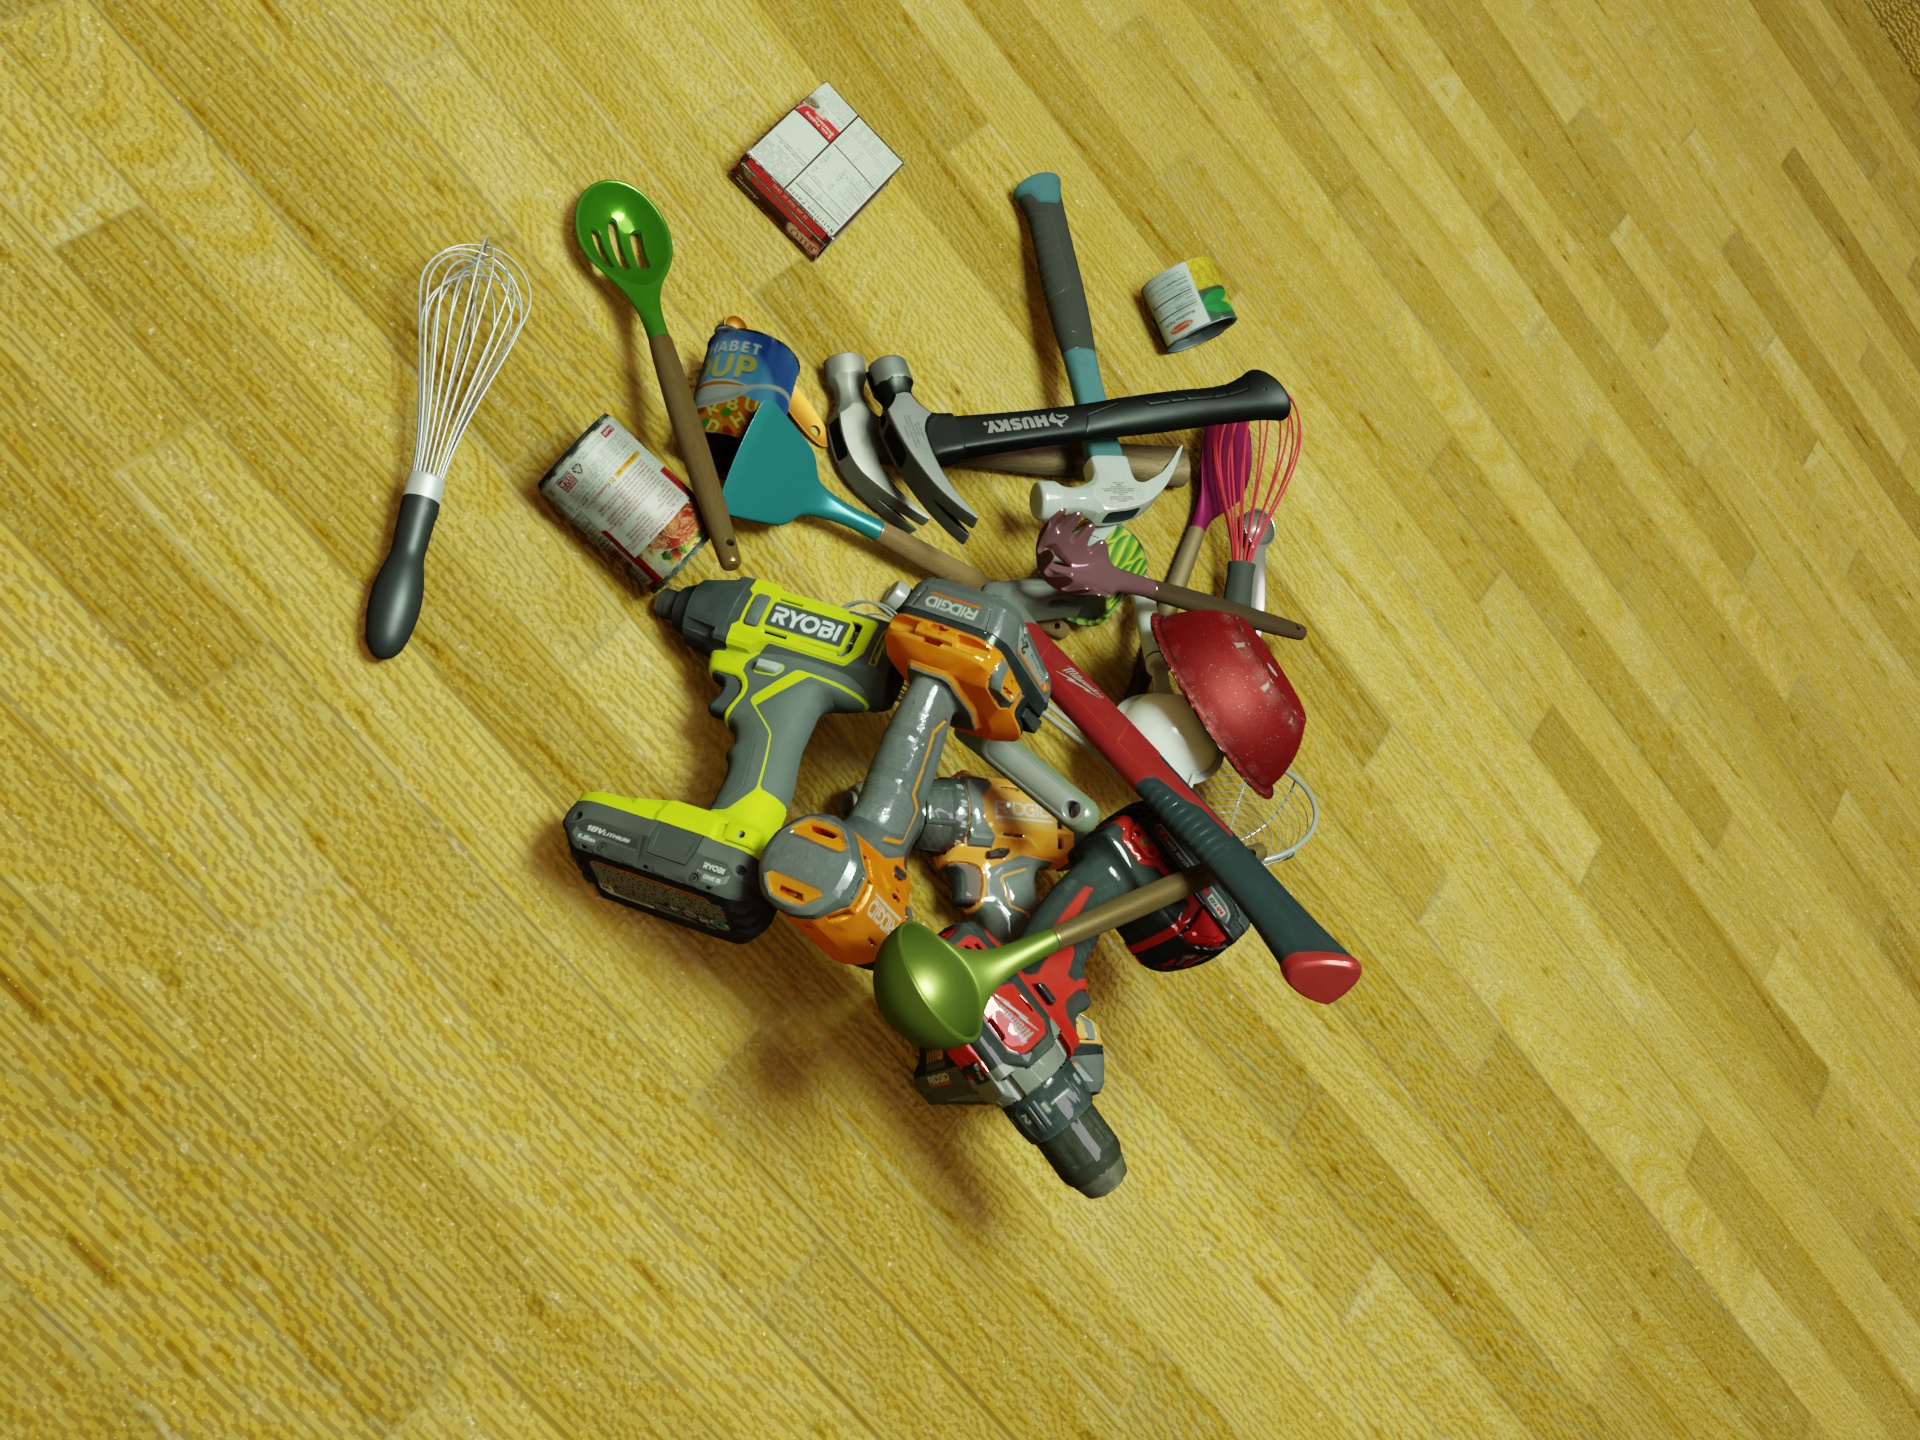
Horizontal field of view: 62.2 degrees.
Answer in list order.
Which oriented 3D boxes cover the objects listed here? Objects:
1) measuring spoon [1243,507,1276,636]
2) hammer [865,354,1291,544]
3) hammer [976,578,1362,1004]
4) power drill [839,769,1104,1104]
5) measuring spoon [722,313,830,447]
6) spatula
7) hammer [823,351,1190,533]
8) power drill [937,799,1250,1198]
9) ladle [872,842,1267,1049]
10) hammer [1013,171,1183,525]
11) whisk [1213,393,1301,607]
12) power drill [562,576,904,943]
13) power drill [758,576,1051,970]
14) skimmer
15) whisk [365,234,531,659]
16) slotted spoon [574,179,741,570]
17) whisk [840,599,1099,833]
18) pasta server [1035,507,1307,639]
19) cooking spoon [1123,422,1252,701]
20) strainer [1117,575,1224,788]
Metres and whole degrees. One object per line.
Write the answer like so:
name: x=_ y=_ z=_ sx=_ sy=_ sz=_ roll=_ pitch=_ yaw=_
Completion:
measuring spoon: x=0.249 y=-0.121 z=1.360 sx=0.034 sy=0.018 sz=0.124 roll=12 pitch=76 yaw=-26
hammer: x=0.104 y=-0.220 z=1.190 sx=0.334 sy=0.035 sz=0.146 roll=-11 pitch=68 yaw=-23
hammer: x=0.135 y=0.032 z=1.059 sx=0.143 sy=0.038 sz=0.387 roll=-9 pitch=46 yaw=-39
power drill: x=0.008 y=0.143 z=1.086 sx=0.185 sy=0.084 sz=0.226 roll=8 pitch=67 yaw=-30
measuring spoon: x=-0.134 y=-0.245 z=1.156 sx=0.117 sy=0.011 sz=0.021 roll=52 pitch=52 yaw=-13
spatula: x=-0.035 y=-0.123 z=1.143 sx=0.317 sy=0.044 sz=0.082 roll=25 pitch=85 yaw=-32
hammer: x=0.048 y=-0.206 z=1.244 sx=0.331 sy=0.031 sz=0.130 roll=-1 pitch=76 yaw=-33
power drill: x=0.089 y=0.175 z=1.027 sx=0.227 sy=0.080 sz=0.188 roll=-35 pitch=87 yaw=-37
ladle: x=0.081 y=0.121 z=0.971 sx=0.320 sy=0.062 sz=0.078 roll=-17 pitch=69 yaw=-34
hammer: x=0.090 y=-0.302 z=1.265 sx=0.128 sy=0.033 sz=0.331 roll=-1 pitch=65 yaw=-20
whisk: x=0.236 y=-0.148 z=1.319 sx=0.073 sy=0.073 sz=0.296 roll=14 pitch=79 yaw=-29
power drill: x=-0.149 y=0.013 z=1.003 sx=0.171 sy=0.080 sz=0.223 roll=17 pitch=61 yaw=11
power drill: x=-0.029 y=0.045 z=0.984 sx=0.226 sy=0.084 sz=0.164 roll=-62 pitch=154 yaw=-18
skimmer: x=0.107 y=-0.006 z=1.185 sx=0.363 sy=0.090 sz=0.127 roll=37 pitch=38 yaw=-16
whisk: x=-0.324 y=-0.173 z=0.984 sx=0.070 sy=0.070 sz=0.285 roll=17 pitch=72 yaw=-28
slotted spoon: x=-0.196 y=-0.232 z=1.059 sx=0.070 sy=0.031 sz=0.314 roll=-6 pitch=64 yaw=-33
whisk: x=-0.002 y=-0.003 z=1.082 sx=0.246 sy=0.059 sz=0.058 roll=39 pitch=96 yaw=21
pasta server: x=0.169 y=-0.098 z=1.215 sx=0.316 sy=0.040 sz=0.060 roll=11 pitch=66 yaw=-40
cooking spoon: x=0.188 y=-0.138 z=1.320 sx=0.068 sy=0.017 sz=0.319 roll=42 pitch=57 yaw=-32
strainer: x=0.149 y=-0.039 z=1.199 sx=0.087 sy=0.050 sz=0.259 roll=8 pitch=40 yaw=-12
